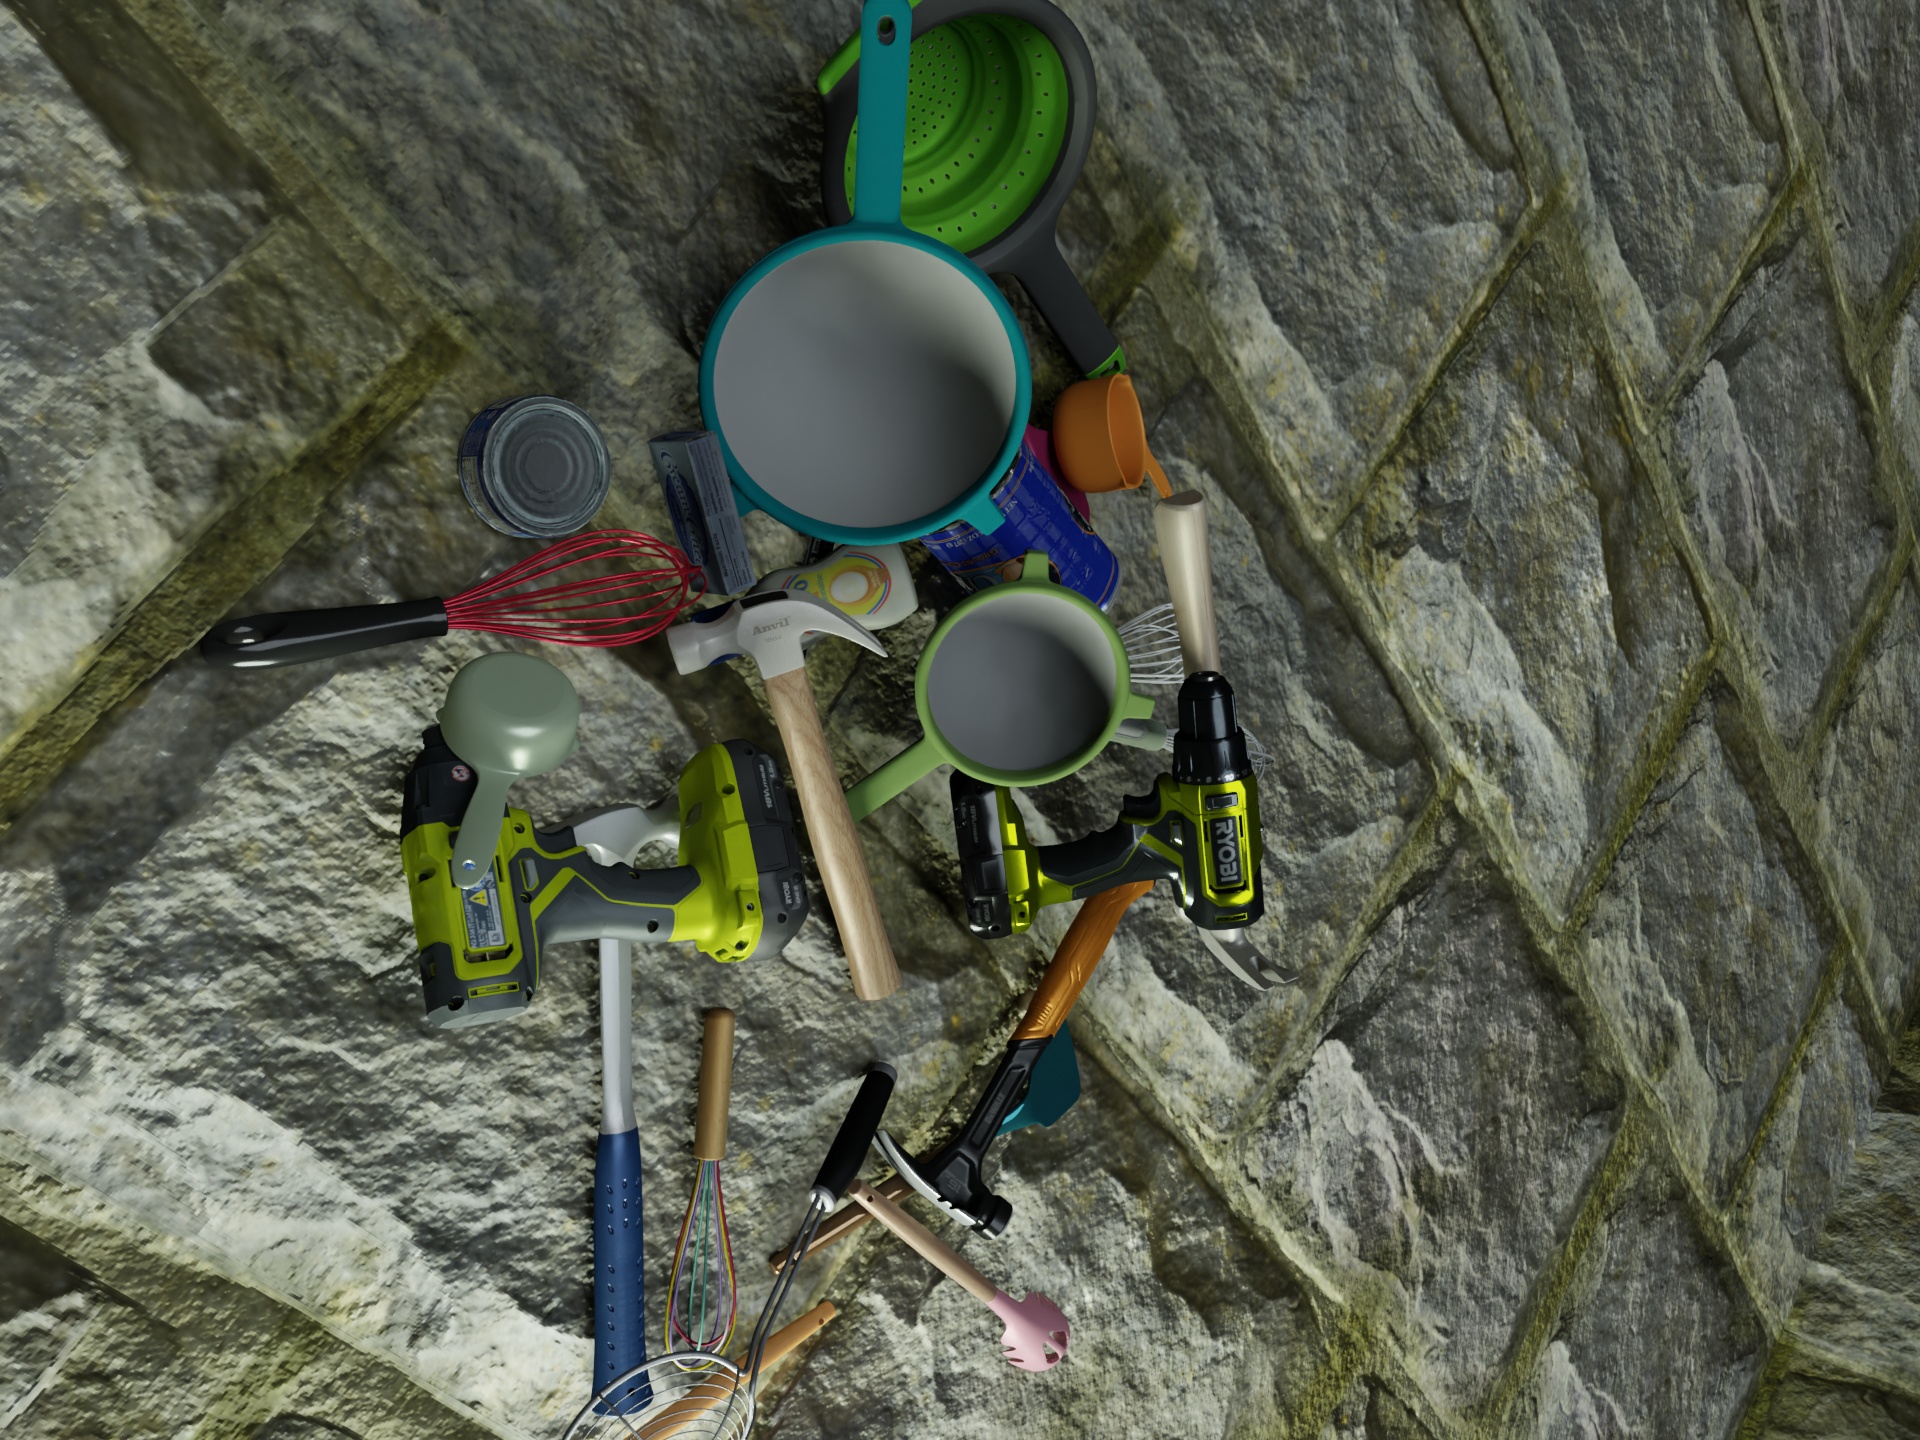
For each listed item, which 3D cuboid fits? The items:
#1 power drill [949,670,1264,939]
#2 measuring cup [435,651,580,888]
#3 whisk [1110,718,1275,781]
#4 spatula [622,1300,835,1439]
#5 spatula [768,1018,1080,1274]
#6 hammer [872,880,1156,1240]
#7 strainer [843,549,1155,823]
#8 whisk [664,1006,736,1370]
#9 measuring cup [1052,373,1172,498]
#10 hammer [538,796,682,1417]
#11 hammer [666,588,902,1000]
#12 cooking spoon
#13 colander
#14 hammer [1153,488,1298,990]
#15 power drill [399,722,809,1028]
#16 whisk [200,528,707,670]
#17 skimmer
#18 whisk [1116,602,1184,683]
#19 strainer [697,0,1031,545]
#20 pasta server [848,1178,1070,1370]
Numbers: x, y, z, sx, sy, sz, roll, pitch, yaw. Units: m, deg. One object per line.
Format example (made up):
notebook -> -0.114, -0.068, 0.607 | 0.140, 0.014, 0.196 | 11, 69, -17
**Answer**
power drill -> 0.110, 0.069, 1.182 | 0.228, 0.080, 0.190 | -8, 103, -1
measuring cup -> -0.255, 0.022, 0.878 | 0.083, 0.168, 0.038 | 14, 128, -14
whisk -> 0.171, 0.015, 1.328 | 0.246, 0.059, 0.058 | 13, 76, -36
spatula -> -0.208, 0.490, 1.078 | 0.322, 0.041, 0.081 | -25, 110, -36
spatula -> -0.017, 0.335, 1.231 | 0.317, 0.044, 0.082 | -25, 112, -30
hammer -> 0.060, 0.228, 1.252 | 0.127, 0.034, 0.337 | 41, 62, -13
strainer -> -0.002, -0.004, 1.130 | 0.256, 0.069, 0.151 | -35, 111, 9
whisk -> -0.170, 0.319, 1.086 | 0.047, 0.051, 0.245 | 4, 88, -6
measuring cup -> 0.122, -0.206, 1.258 | 0.173, 0.052, 0.095 | 36, 53, -61
hammer -> -0.228, 0.255, 1.031 | 0.144, 0.035, 0.405 | -5, 99, -40
hammer -> -0.090, 0.060, 1.084 | 0.130, 0.031, 0.331 | -19, 122, -8
cooking spoon -> 0.027, -0.234, 1.150 | 0.318, 0.017, 0.069 | 48, 43, -47
colander -> 0.017, -0.368, 1.121 | 0.204, 0.095, 0.396 | -41, 145, 6
hammer -> 0.199, 0.020, 1.246 | 0.038, 0.146, 0.410 | -19, 119, -16
power drill -> -0.214, 0.080, 0.946 | 0.223, 0.080, 0.171 | -3, 72, -34
whisk -> -0.284, -0.064, 0.929 | 0.295, 0.073, 0.073 | -13, 104, -33
skimmer -> -0.141, 0.363, 1.059 | 0.363, 0.090, 0.127 | -61, 143, -50
whisk -> 0.094, -0.045, 1.253 | 0.284, 0.070, 0.070 | -14, 105, -33
strainer -> -0.058, -0.283, 1.006 | 0.211, 0.095, 0.340 | 2, 120, -6
pasta server -> 0.003, 0.433, 1.240 | 0.060, 0.040, 0.315 | -55, 128, -20
